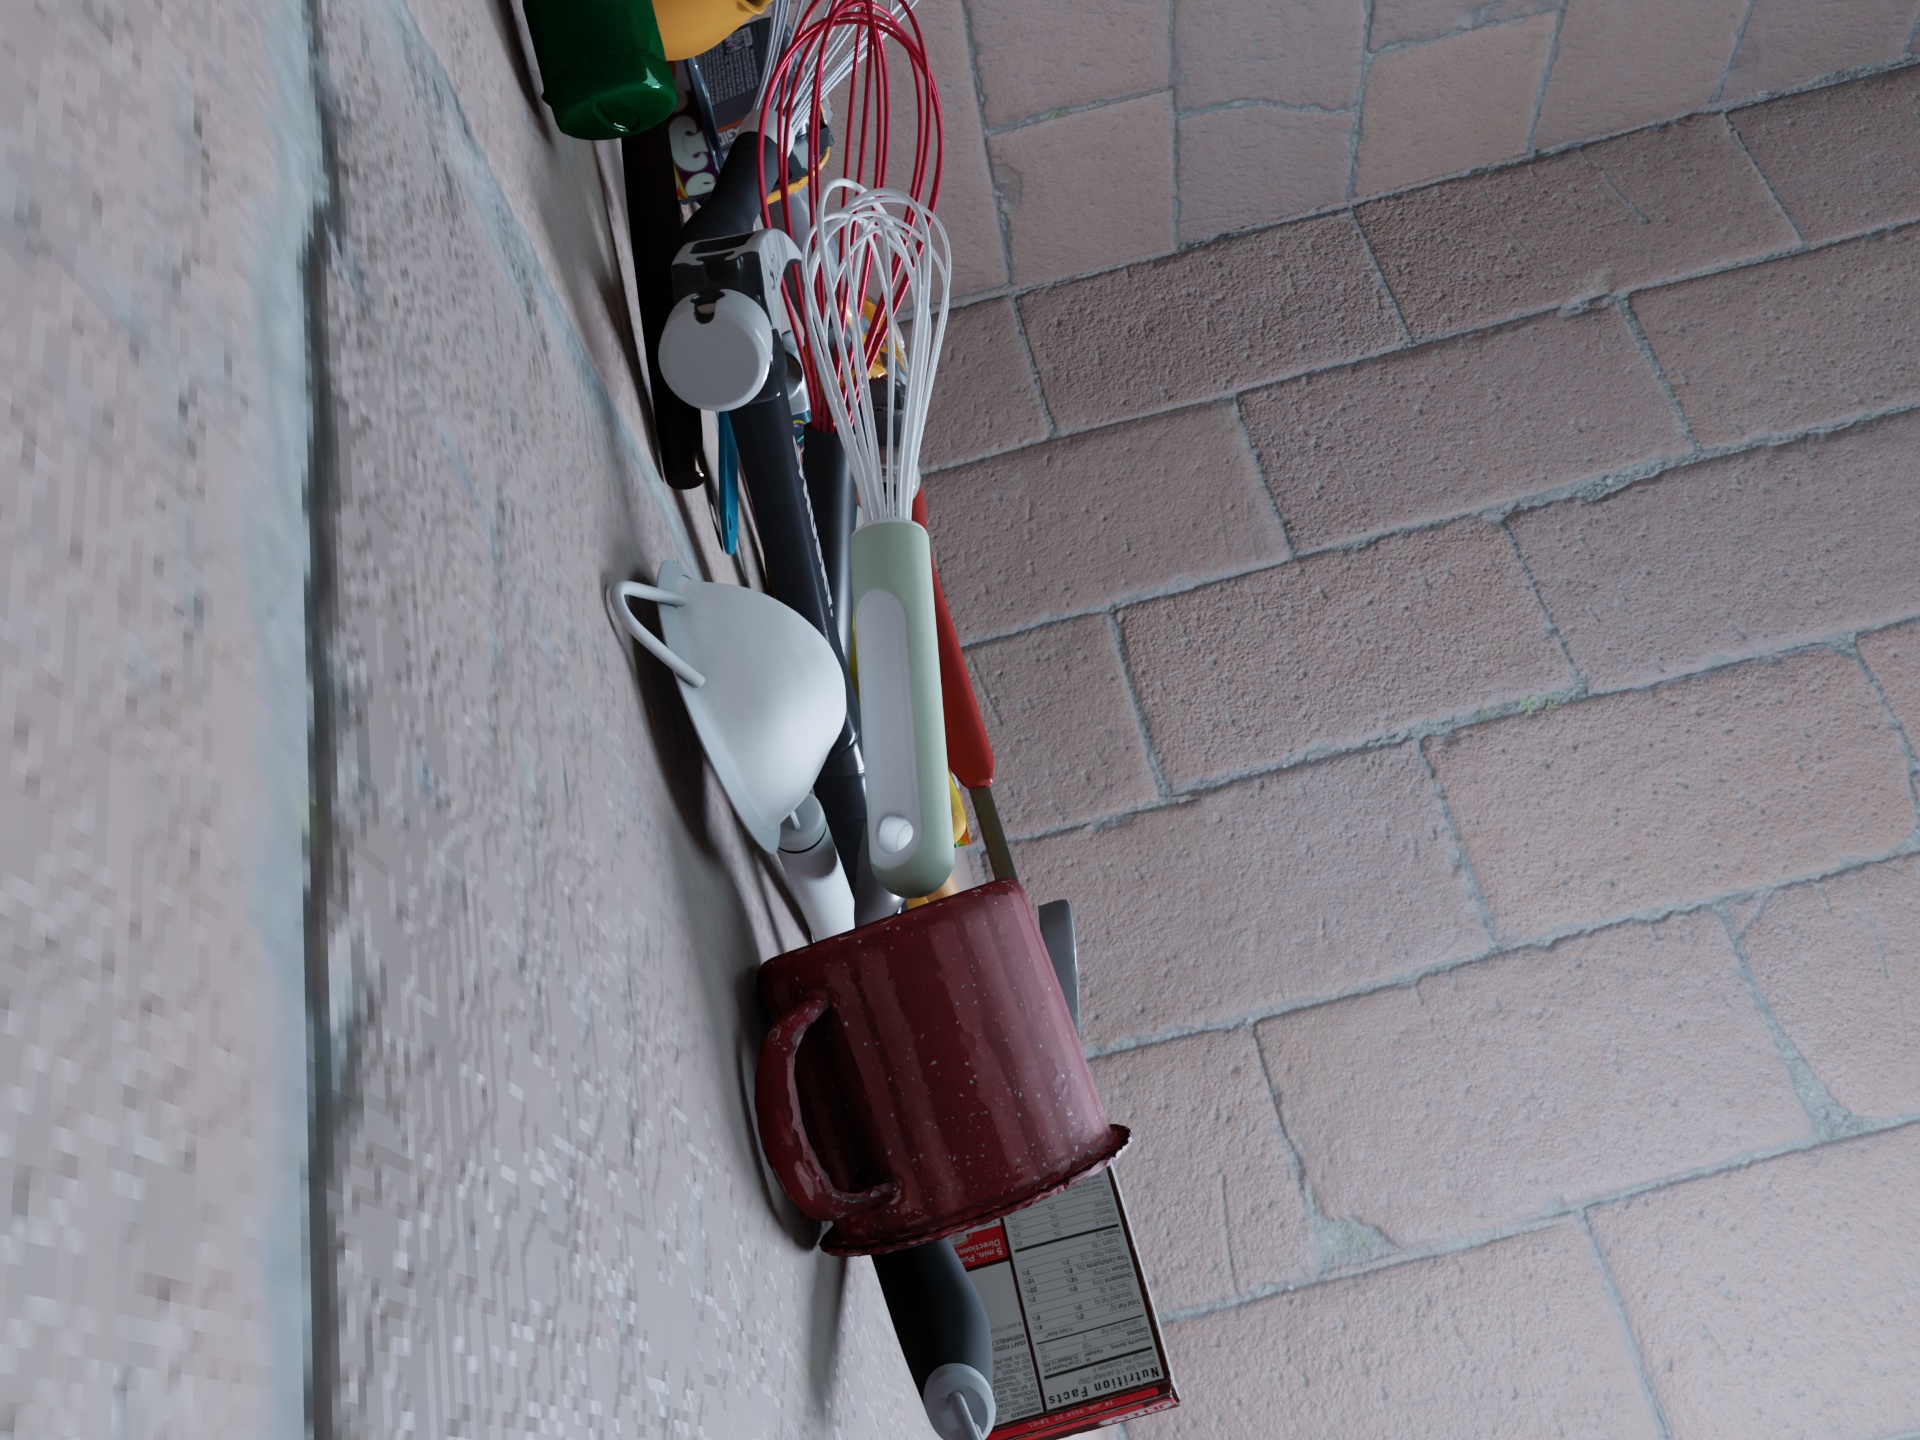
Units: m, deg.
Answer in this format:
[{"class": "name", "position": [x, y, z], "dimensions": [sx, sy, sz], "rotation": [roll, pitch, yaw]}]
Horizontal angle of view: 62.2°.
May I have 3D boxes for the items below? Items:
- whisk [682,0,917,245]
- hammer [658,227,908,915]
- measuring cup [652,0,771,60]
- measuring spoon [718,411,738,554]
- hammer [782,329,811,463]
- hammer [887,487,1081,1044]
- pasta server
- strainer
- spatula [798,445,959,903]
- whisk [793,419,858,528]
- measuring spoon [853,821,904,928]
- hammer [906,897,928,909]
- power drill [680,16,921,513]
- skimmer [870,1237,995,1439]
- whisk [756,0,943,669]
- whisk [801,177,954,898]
[{"class": "whisk", "position": [-0.074, -0.263, 0.667], "dimensions": [0.070, 0.070, 0.285], "rotation": [75, 27, -55]}, {"class": "hammer", "position": [-0.051, -0.017, 0.596], "dimensions": [0.146, 0.035, 0.334], "rotation": [-95, 175, -57]}, {"class": "measuring cup", "position": [-0.085, -0.284, 0.576], "dimensions": [0.173, 0.052, 0.095], "rotation": [-32, 98, -55]}, {"class": "measuring spoon", "position": [-0.103, -0.125, 0.641], "dimensions": [0.042, 0.021, 0.129], "rotation": [72, 13, -72]}, {"class": "hammer", "position": [-0.080, -0.099, 1.065], "dimensions": [0.128, 0.033, 0.330], "rotation": [-101, 176, -64]}, {"class": "hammer", "position": [-0.001, -0.003, 0.791], "dimensions": [0.149, 0.036, 0.359], "rotation": [81, -5, -50]}, {"class": "pasta server", "position": [-0.123, -0.223, 0.572], "dimensions": [0.060, 0.040, 0.316], "rotation": [74, 6, -71]}, {"class": "strainer", "position": [-0.052, 0.026, 0.500], "dimensions": [0.258, 0.050, 0.087], "rotation": [81, -8, -60]}, {"class": "spatula", "position": [-0.037, 0.010, 0.820], "dimensions": [0.081, 0.041, 0.322], "rotation": [-103, 169, -78]}, {"class": "whisk", "position": [-0.069, -0.067, 0.908], "dimensions": [0.047, 0.051, 0.245], "rotation": [89, -9, -68]}, {"class": "measuring spoon", "position": [-0.027, 0.095, 0.528], "dimensions": [0.034, 0.018, 0.124], "rotation": [-76, 169, -78]}, {"class": "hammer", "position": [0.006, 0.176, 0.787], "dimensions": [0.127, 0.034, 0.336], "rotation": [39, -25, 50]}, {"class": "power drill", "position": [-0.079, -0.231, 0.844], "dimensions": [0.186, 0.084, 0.226], "rotation": [-103, 171, -49]}, {"class": "skimmer", "position": [-0.014, 0.197, 0.349], "dimensions": [0.363, 0.090, 0.127], "rotation": [-140, -148, -74]}, {"class": "whisk", "position": [-0.050, -0.135, 0.632], "dimensions": [0.073, 0.073, 0.295], "rotation": [-103, -162, -66]}, {"class": "whisk", "position": [-0.023, -0.065, 0.498], "dimensions": [0.059, 0.058, 0.246], "rotation": [26, 53, -54]}]
